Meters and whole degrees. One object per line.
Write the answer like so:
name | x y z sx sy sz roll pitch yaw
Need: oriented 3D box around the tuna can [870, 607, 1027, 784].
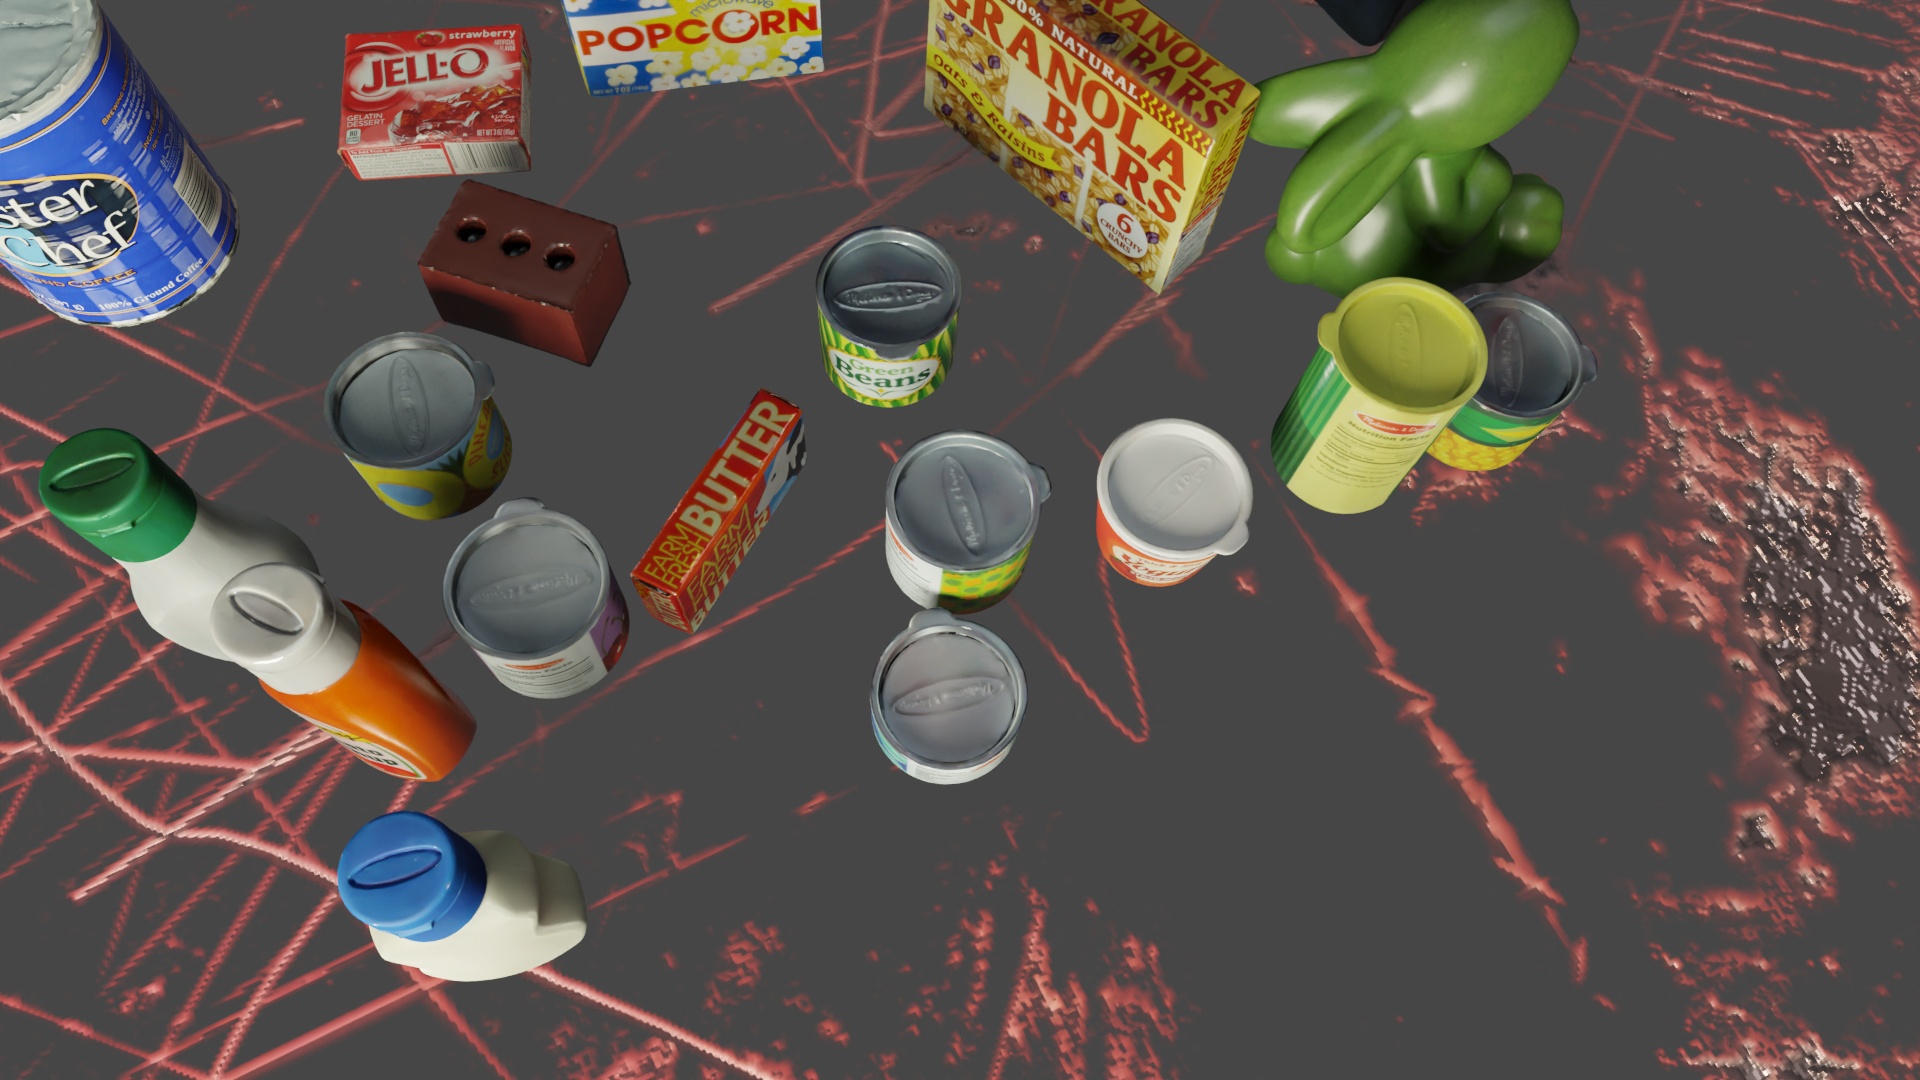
tuna can | -0.006 0.067 0.593 0.071 0.032 0.071 1 67 -3

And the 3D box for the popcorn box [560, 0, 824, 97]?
popcorn box | -0.134 -0.272 0.700 0.127 0.085 0.038 -9 68 -7

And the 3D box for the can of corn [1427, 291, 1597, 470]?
can of corn | 0.252 -0.073 0.655 0.071 0.058 0.071 1 67 -3

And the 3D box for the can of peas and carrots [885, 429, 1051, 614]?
can of peas and carrots | 0.002 -0.008 0.611 0.071 0.058 0.071 1 67 -3

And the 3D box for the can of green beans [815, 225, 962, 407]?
can of green beans | -0.034 -0.104 0.650 0.071 0.057 0.071 1 67 -3

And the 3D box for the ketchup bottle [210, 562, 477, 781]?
ketchup bottle | -0.231 0.050 0.523 0.065 0.148 0.044 25 68 7

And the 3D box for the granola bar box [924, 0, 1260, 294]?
granola bar box | 0.056 -0.211 0.666 0.166 0.123 0.039 42 71 13

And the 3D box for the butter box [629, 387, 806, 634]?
butter box | -0.103 -0.012 0.609 0.024 0.053 0.104 28 68 8

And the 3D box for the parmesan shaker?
parmesan shaker | 0.181 -0.063 0.622 0.071 0.102 0.071 1 67 -3

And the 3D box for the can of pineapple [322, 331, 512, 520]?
can of pineapple | -0.236 -0.049 0.614 0.071 0.057 0.071 1 67 -3

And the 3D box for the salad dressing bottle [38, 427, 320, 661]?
salad dressing bottle | -0.298 0.005 0.538 0.064 0.147 0.044 -20 70 -11

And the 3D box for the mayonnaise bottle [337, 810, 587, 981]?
mayonnaise bottle | -0.177 0.128 0.494 0.065 0.147 0.041 -15 69 -10

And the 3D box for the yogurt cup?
yogurt cup | 0.092 -0.014 0.622 0.072 0.053 0.072 1 67 -3

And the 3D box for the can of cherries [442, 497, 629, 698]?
can of cherries | -0.176 0.025 0.586 0.071 0.058 0.072 1 67 -3
